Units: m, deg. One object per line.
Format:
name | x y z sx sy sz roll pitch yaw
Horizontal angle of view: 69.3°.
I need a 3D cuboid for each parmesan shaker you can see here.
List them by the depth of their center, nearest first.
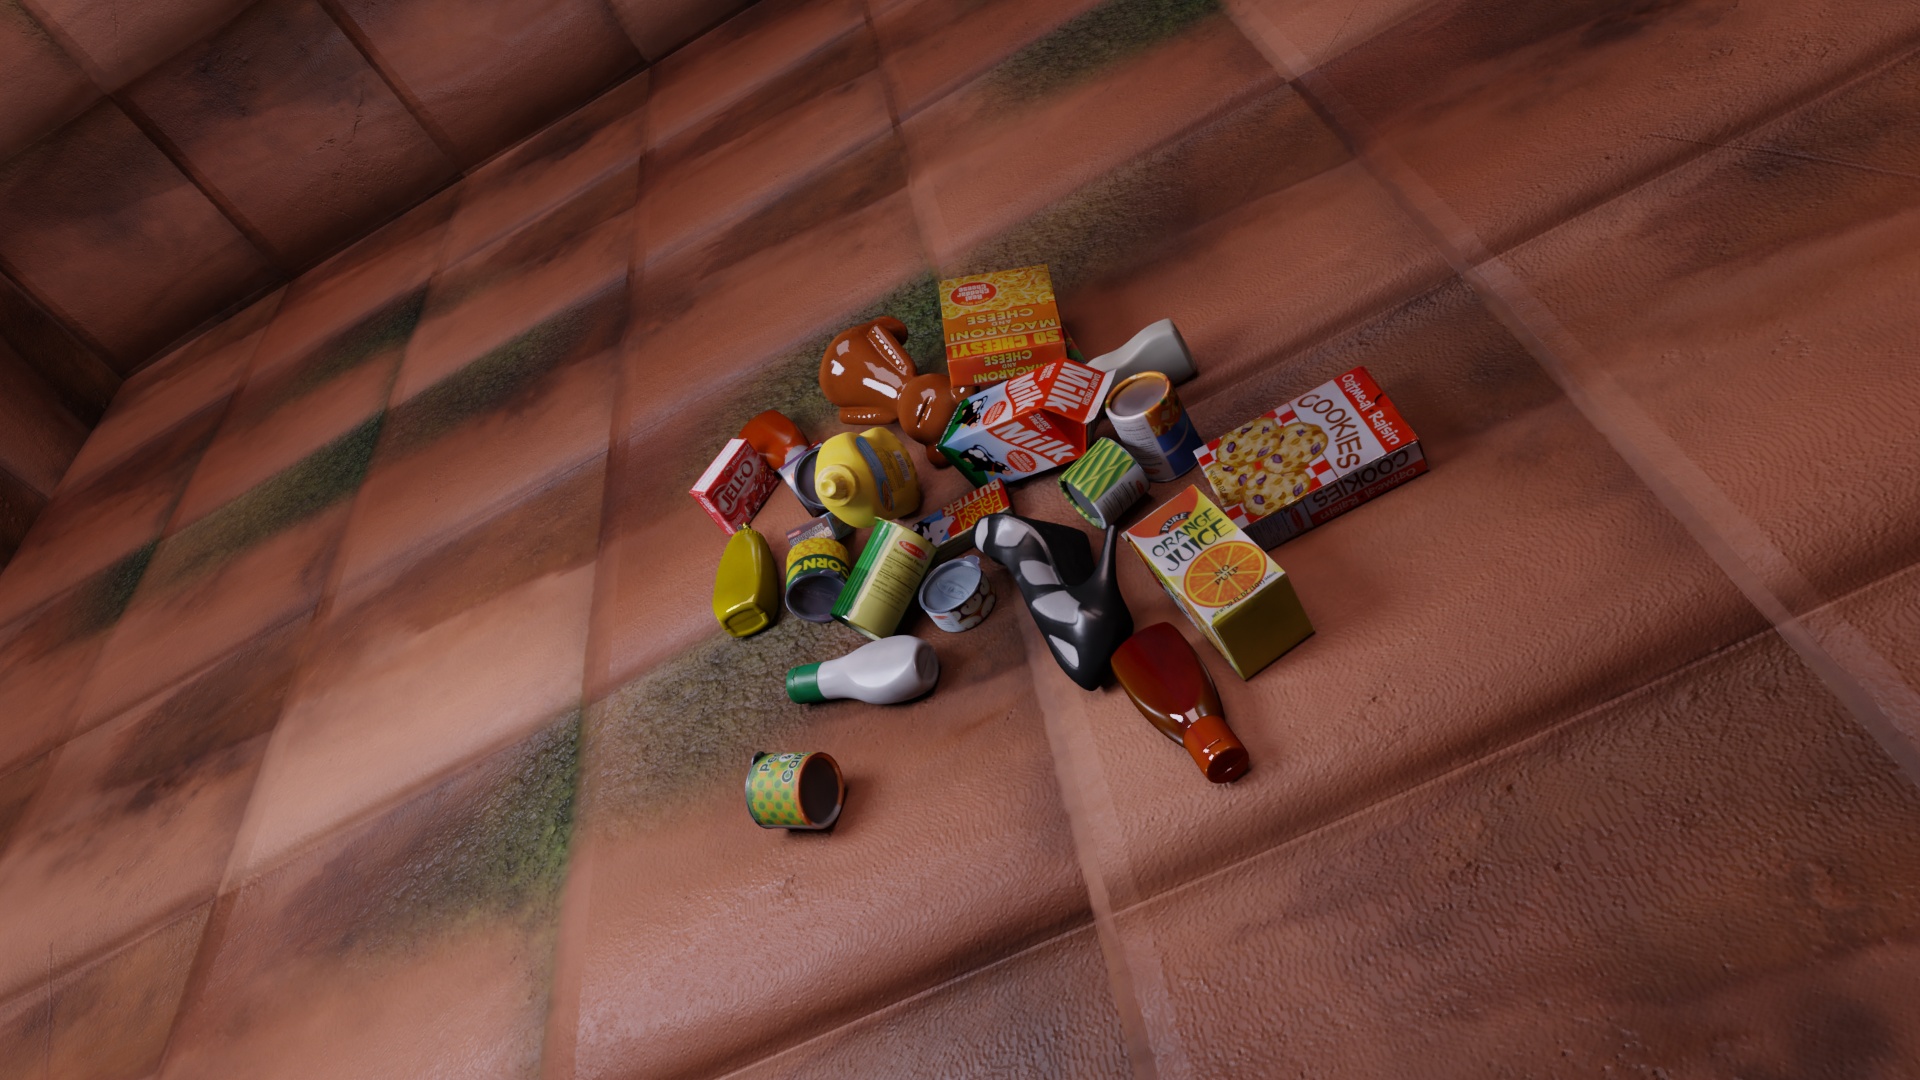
parmesan shaker | -0.075 0.039 1.324 0.071 0.071 0.103 16 74 46

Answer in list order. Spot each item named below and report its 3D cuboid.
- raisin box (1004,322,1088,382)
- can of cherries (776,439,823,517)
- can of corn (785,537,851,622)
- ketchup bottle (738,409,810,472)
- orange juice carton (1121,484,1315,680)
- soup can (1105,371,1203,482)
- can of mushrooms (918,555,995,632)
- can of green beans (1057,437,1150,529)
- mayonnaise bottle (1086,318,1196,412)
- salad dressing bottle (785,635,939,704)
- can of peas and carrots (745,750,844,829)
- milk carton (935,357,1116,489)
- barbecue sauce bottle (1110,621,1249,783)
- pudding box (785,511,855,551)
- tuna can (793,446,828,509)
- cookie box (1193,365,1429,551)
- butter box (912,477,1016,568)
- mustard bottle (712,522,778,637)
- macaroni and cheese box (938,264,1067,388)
raisin box | 0.090 -0.181 1.485 0.086 0.040 0.124 -30 36 7
can of cherries | -0.159 -0.068 1.530 0.058 0.071 0.072 -37 37 -4
can of corn | -0.141 0.037 1.395 0.071 0.071 0.058 -25 37 13
ketchup bottle | -0.204 -0.106 1.621 0.065 0.043 0.149 -40 37 -12
orange juice carton | 0.202 0.022 1.148 0.072 0.072 0.193 -35 36 0
soup can | 0.182 -0.109 1.298 0.071 0.083 0.072 -21 38 18
can of mushrooms | -0.001 0.050 1.304 0.071 0.033 0.071 -21 38 18
can of green beans | 0.133 -0.053 1.289 0.058 0.071 0.071 -42 37 -9
mayonnaise bottle | 0.159 -0.164 1.397 0.148 0.064 0.041 -26 34 17
salad dressing bottle | -0.093 0.124 1.285 0.147 0.044 0.064 -12 44 29
can of peas and carrots | -0.143 0.214 1.201 0.058 0.070 0.071 -7 45 31
milk carton | 0.072 -0.116 1.361 0.190 0.073 0.073 -18 37 45
barbecue sauce bottle | 0.173 0.127 1.080 0.065 0.043 0.149 -34 37 2
pudding box | -0.145 -0.010 1.449 0.049 0.030 0.084 -22 4 13
tuna can | -0.141 -0.068 1.477 0.071 0.071 0.033 -38 1 -4
cookie box | 0.300 -0.071 1.203 0.167 0.040 0.123 -27 37 9
butter box | 0.005 -0.017 1.381 0.103 0.024 0.053 -29 38 9
mustard bottle | -0.227 0.033 1.482 0.065 0.048 0.161 -24 37 14
macaroni and cheese box | 0.044 -0.229 1.479 0.124 0.040 0.167 -9 39 2
